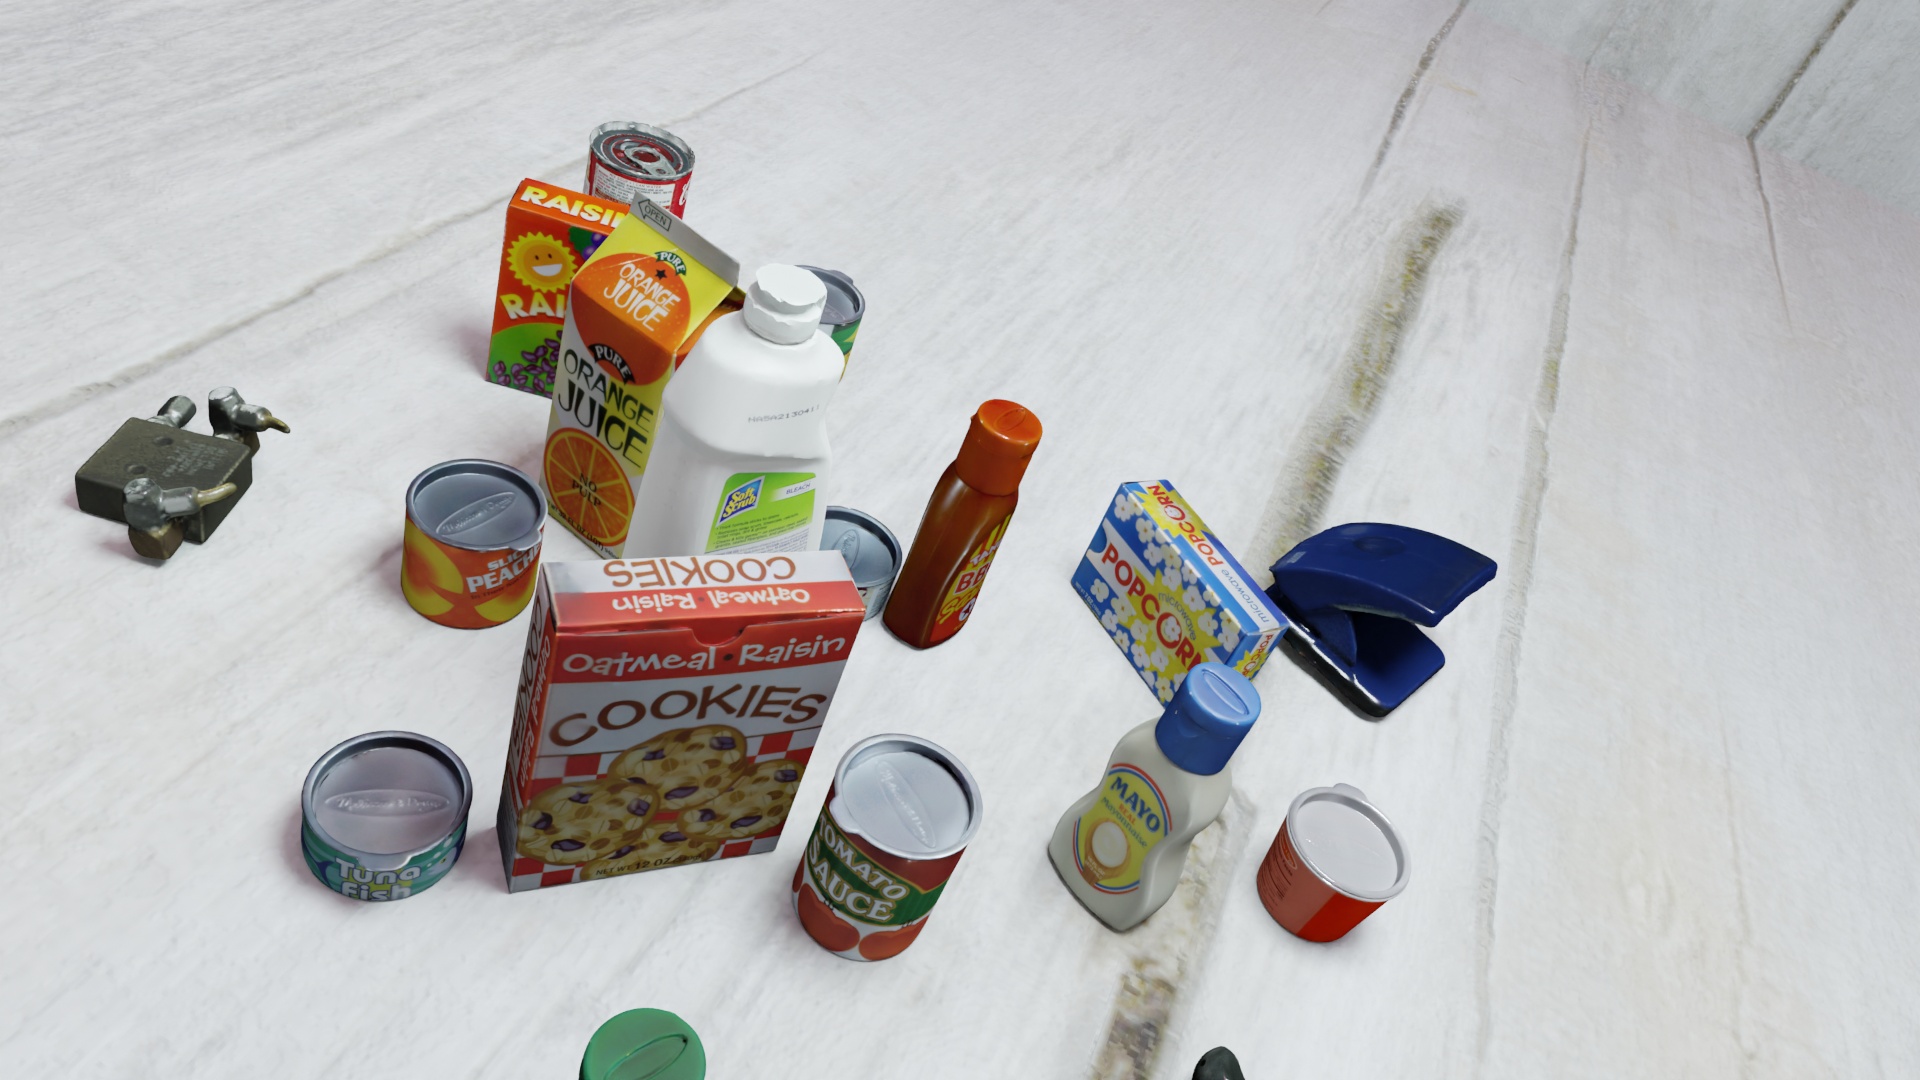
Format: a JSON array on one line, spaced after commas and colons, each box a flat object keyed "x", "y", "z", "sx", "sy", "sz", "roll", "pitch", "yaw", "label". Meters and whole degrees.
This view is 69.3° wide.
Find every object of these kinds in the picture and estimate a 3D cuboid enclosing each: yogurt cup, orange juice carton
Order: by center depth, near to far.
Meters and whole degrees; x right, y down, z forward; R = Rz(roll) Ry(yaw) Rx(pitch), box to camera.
[{"x": 0.189, "y": 0.170, "z": 0.717, "sx": 0.072, "sy": 0.053, "sz": 0.073, "roll": 14, "pitch": 39, "yaw": -12, "label": "yogurt cup"}, {"x": -0.160, "y": -0.083, "z": 0.727, "sx": 0.072, "sy": 0.191, "sz": 0.073, "roll": 36, "pitch": 40, "yaw": 16, "label": "orange juice carton"}]

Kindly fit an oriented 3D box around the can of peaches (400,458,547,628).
[{"x": -0.242, "y": 0.003, "z": 0.695, "sx": 0.071, "sy": 0.057, "sz": 0.071, "roll": 14, "pitch": 39, "yaw": -12, "label": "can of peaches"}]

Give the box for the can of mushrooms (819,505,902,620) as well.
[{"x": -0.071, "y": 0.013, "z": 0.787, "sx": 0.071, "sy": 0.033, "sz": 0.071, "roll": 14, "pitch": 39, "yaw": -11, "label": "can of mushrooms"}]

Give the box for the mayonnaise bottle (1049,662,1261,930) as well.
[{"x": 0.093, "y": 0.119, "z": 0.654, "sx": 0.041, "sy": 0.147, "sz": 0.065, "roll": -19, "pitch": 54, "yaw": -40, "label": "mayonnaise bottle"}]

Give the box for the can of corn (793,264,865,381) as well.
[{"x": -0.102, "y": -0.143, "z": 0.932, "sx": 0.071, "sy": 0.058, "sz": 0.071, "roll": 14, "pitch": 39, "yaw": -12, "label": "can of corn"}]

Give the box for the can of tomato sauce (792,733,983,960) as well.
[{"x": -0.036, "y": 0.139, "z": 0.620, "sx": 0.071, "sy": 0.082, "sz": 0.071, "roll": 14, "pitch": 39, "yaw": -12, "label": "can of tomato sauce"}]

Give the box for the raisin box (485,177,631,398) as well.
[{"x": -0.226, "y": -0.141, "z": 0.817, "sx": 0.086, "sy": 0.122, "sz": 0.040, "roll": 15, "pitch": 39, "yaw": -10, "label": "raisin box"}]

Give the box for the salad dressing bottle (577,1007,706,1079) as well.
[{"x": -0.114, "y": 0.205, "z": 0.453, "sx": 0.064, "sy": 0.146, "sz": 0.044, "roll": -19, "pitch": 55, "yaw": -40, "label": "salad dressing bottle"}]

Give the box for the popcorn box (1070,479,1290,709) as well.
[{"x": 0.126, "y": 0.036, "z": 0.815, "sx": 0.038, "sy": 0.084, "sz": 0.127, "roll": -9, "pitch": 48, "yaw": -34, "label": "popcorn box"}]

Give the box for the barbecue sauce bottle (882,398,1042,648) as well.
[{"x": 0.003, "y": -0.009, "z": 0.757, "sx": 0.044, "sy": 0.147, "sz": 0.065, "roll": 35, "pitch": 40, "yaw": 14, "label": "barbecue sauce bottle"}]

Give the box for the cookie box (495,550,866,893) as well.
[{"x": -0.121, "y": 0.077, "z": 0.582, "sx": 0.123, "sy": 0.166, "sz": 0.040, "roll": -3, "pitch": 45, "yaw": -29, "label": "cookie box"}]

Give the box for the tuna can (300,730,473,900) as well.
[{"x": -0.241, "y": 0.117, "z": 0.583, "sx": 0.071, "sy": 0.032, "sz": 0.071, "roll": 14, "pitch": 39, "yaw": -11, "label": "tuna can"}]
